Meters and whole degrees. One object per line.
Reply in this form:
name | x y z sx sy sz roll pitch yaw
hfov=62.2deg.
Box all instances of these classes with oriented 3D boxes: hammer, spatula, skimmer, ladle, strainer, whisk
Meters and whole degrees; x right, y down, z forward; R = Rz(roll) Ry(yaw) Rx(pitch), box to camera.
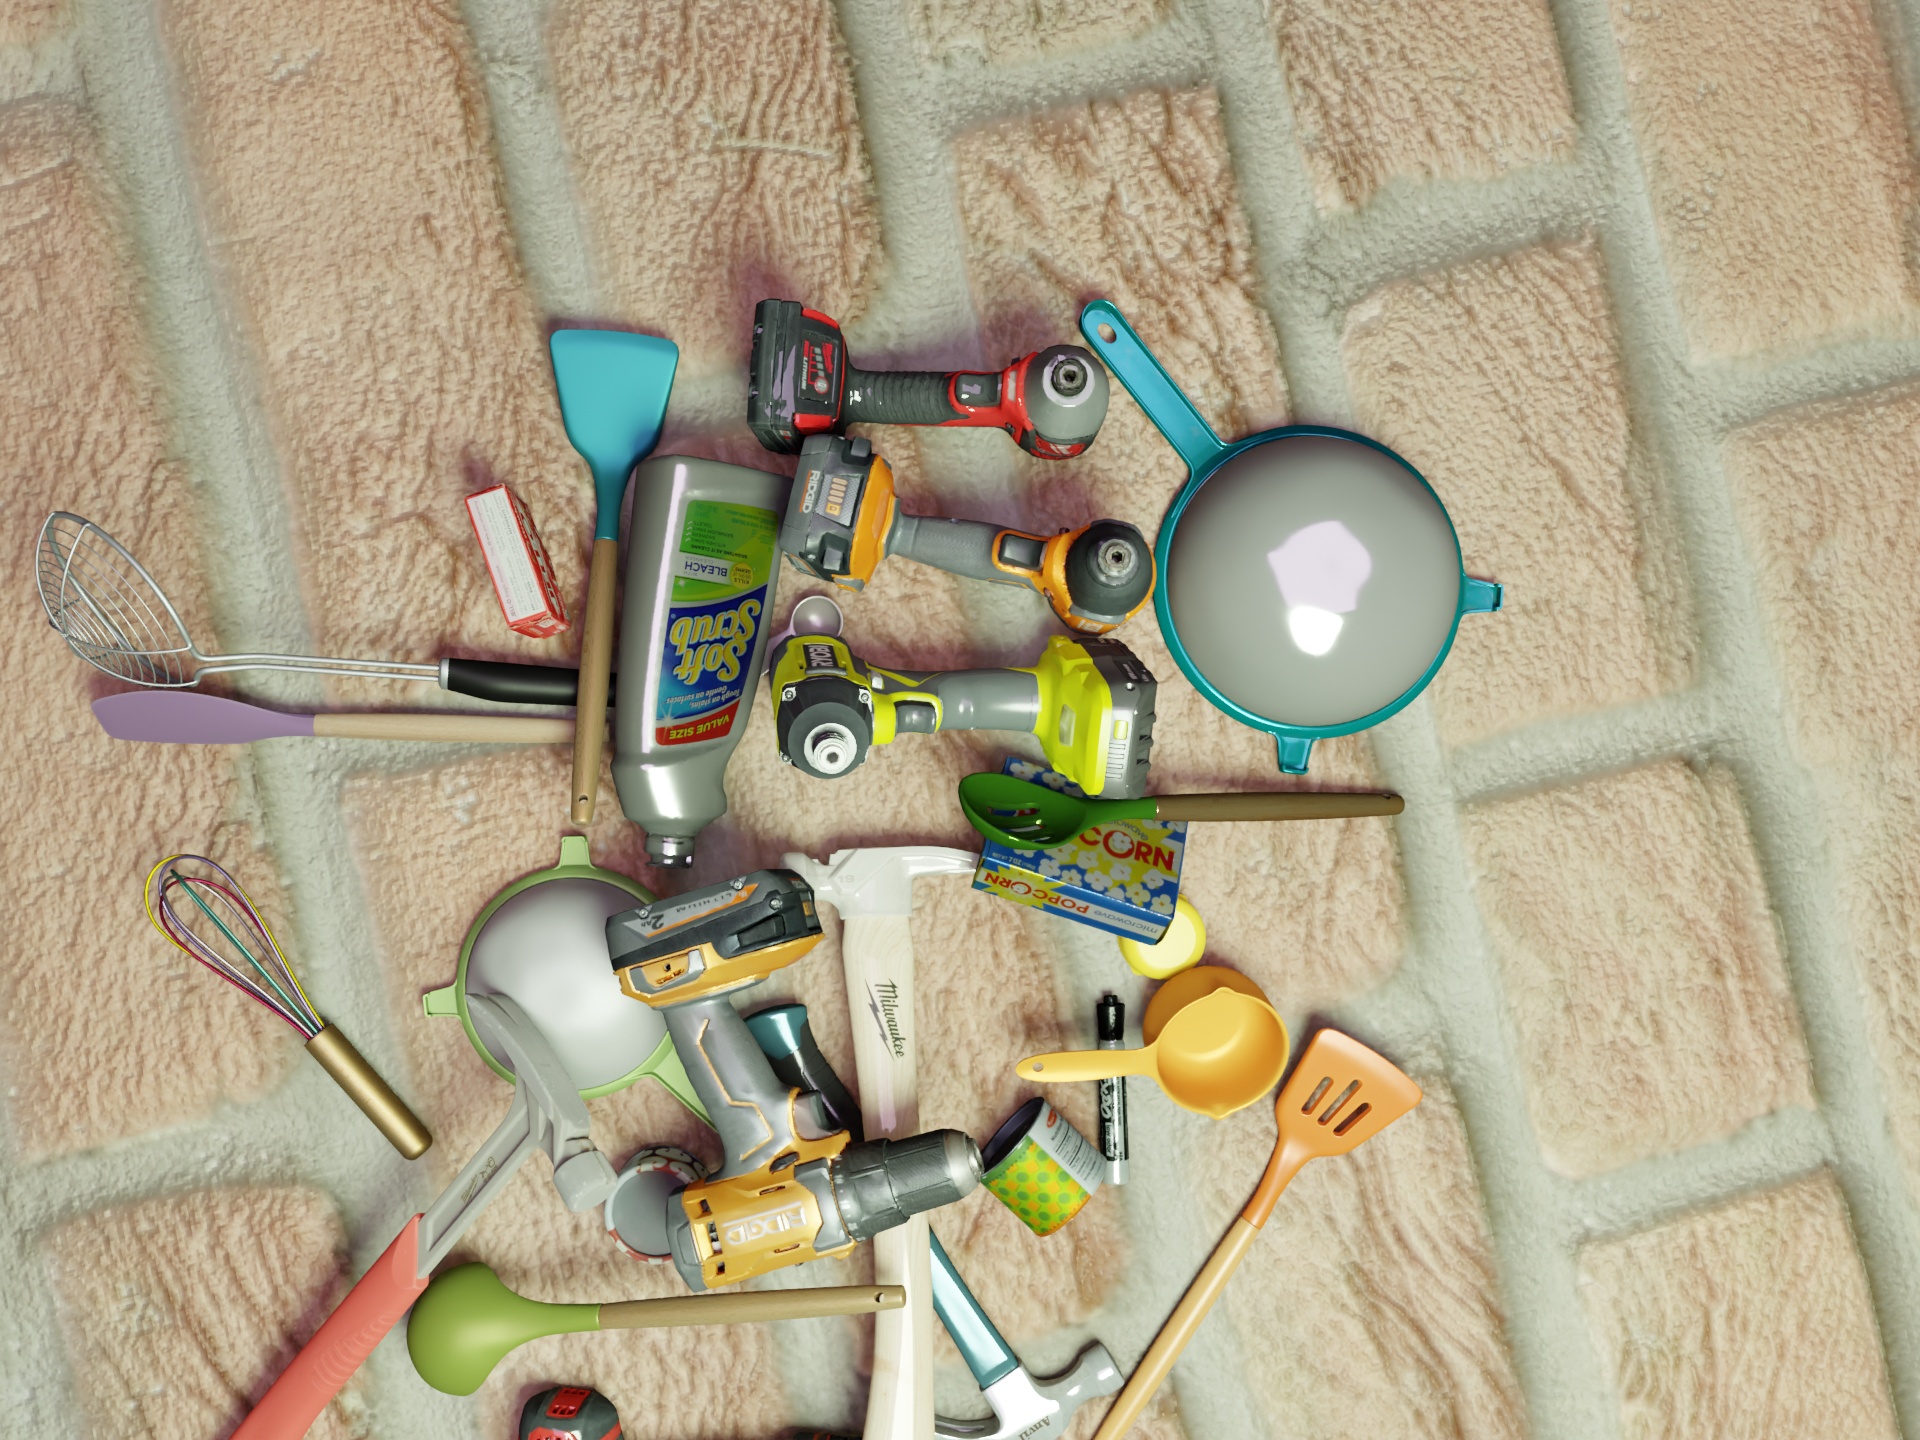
hammer | -0.031 0.282 0.982 0.146 0.038 0.411 -2 78 -10
spatula | -0.384 0.002 1.012 0.316 0.059 0.018 2 56 -7
skimmer | -0.385 -0.059 1.001 0.363 0.127 0.090 5 56 -14
ladle | -0.187 0.360 0.962 0.320 0.062 0.078 -7 65 9
hammer | -0.036 0.322 1.021 0.128 0.033 0.331 -33 90 -5
strainer | -0.208 0.203 0.997 0.256 0.069 0.151 41 86 1
whisk | -0.422 0.183 1.001 0.245 0.051 0.047 50 52 -5
strainer | 0.195 -0.144 1.021 0.211 0.095 0.340 -39 92 -4
hammer | -0.349 0.335 0.956 0.359 0.036 0.149 -49 61 13
spatula | 0.176 0.347 1.028 0.081 0.041 0.322 34 87 -2
spatula | -0.228 -0.092 1.005 0.082 0.044 0.318 3 75 -10

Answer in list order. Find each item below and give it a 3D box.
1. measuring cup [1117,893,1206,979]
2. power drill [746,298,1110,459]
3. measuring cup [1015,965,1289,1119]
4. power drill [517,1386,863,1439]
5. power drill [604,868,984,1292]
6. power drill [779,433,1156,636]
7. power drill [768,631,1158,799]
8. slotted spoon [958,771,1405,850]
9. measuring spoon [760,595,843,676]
measuring cup | 0.092 0.114 1.036 0.156 0.029 0.062 33 86 -4
power drill | -0.017 -0.205 0.990 0.219 0.143 0.078 4 90 -1
measuring cup | 0.119 0.204 1.015 0.173 0.052 0.095 -4 110 -4
power drill | -0.175 0.523 0.985 0.226 0.080 0.188 7 87 0
power drill | -0.099 0.202 0.933 0.185 0.084 0.226 -17 82 7
power drill | 0.009 -0.109 0.977 0.226 0.164 0.084 14 88 -1
power drill | -0.002 -0.003 0.966 0.223 0.171 0.080 1 108 -10
slotted spoon | 0.145 0.057 1.009 0.313 0.070 0.031 0 125 -19
measuring spoon | -0.130 -0.039 1.042 0.124 0.018 0.034 -33 85 3
